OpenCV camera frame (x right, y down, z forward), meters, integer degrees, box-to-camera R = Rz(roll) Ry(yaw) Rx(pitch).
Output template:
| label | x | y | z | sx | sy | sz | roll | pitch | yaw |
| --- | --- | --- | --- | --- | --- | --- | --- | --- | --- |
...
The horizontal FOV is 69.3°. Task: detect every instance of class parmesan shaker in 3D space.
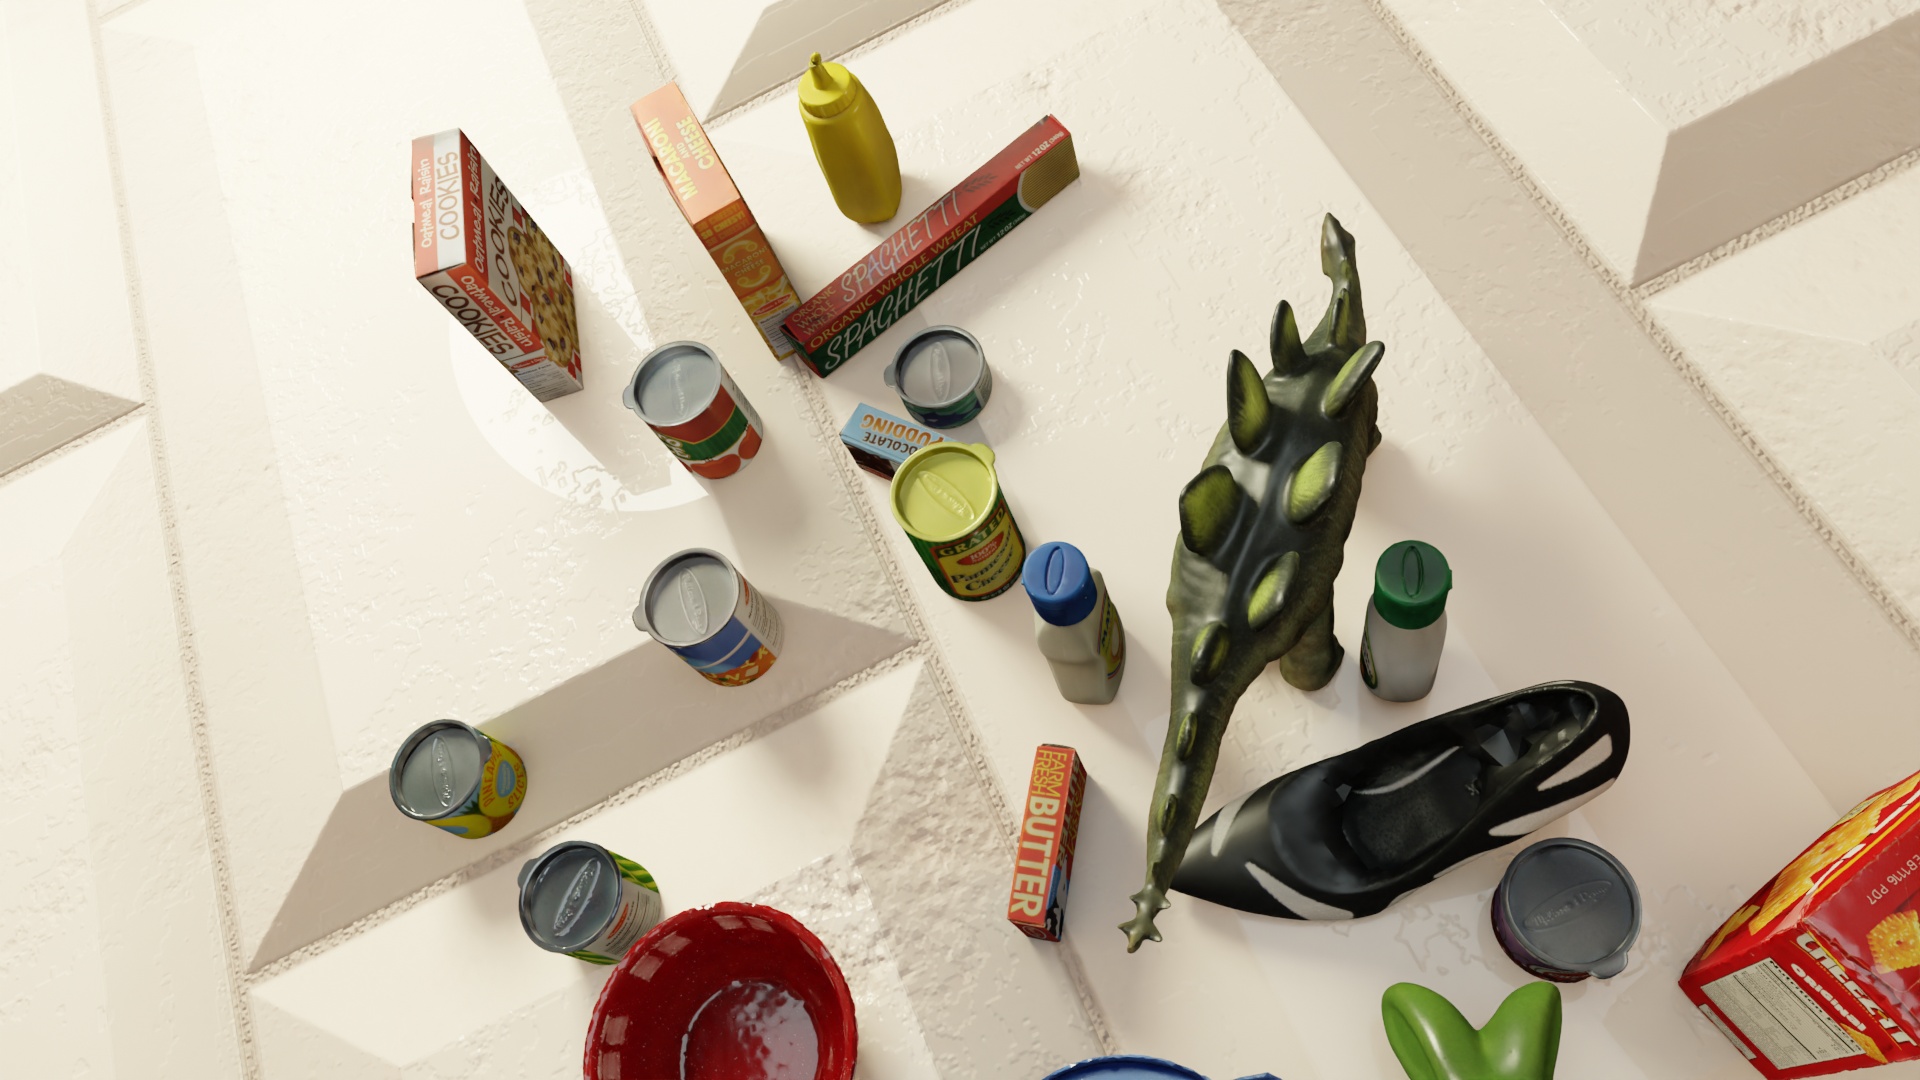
| label | x | y | z | sx | sy | sz | roll | pitch | yaw |
| --- | --- | --- | --- | --- | --- | --- | --- | --- | --- |
| parmesan shaker | 0.003 | -0.011 | 0.869 | 0.071 | 0.102 | 0.071 | -5 | 65 | 12 |

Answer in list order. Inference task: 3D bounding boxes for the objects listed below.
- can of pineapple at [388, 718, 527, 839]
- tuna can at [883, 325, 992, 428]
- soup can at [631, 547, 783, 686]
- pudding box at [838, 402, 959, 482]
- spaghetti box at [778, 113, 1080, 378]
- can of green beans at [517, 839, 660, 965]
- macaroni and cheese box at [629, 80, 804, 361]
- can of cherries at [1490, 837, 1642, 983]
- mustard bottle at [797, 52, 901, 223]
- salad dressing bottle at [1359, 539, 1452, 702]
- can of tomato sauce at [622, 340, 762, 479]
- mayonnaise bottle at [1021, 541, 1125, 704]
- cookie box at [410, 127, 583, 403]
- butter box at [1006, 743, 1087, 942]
| label | x | y | z | sx | sy | sz | roll | pitch | yaw |
| --- | --- | --- | --- | --- | --- | --- | --- | --- | --- |
| can of pineapple | -0.322 | 0.155 | 0.898 | 0.071 | 0.057 | 0.071 | -5 | 65 | 12 |
| tuna can | -0.015 | -0.112 | 0.961 | 0.071 | 0.032 | 0.071 | -5 | 65 | 11 |
| soup can | -0.161 | 0.052 | 0.892 | 0.071 | 0.083 | 0.071 | -5 | 65 | 12 |
| pudding box | -0.035 | -0.057 | 0.930 | 0.084 | 0.049 | 0.030 | 23 | 73 | 22 |
| spaghetti box | -0.019 | -0.210 | 0.998 | 0.250 | 0.050 | 0.029 | -39 | 63 | -6 |
| can of green beans | -0.224 | 0.220 | 0.843 | 0.071 | 0.057 | 0.071 | -5 | 65 | 12 |
| macaroni and cheese box | -0.163 | -0.219 | 0.971 | 0.040 | 0.166 | 0.124 | -30 | 62 | 0 |
| can of cherries | 0.314 | 0.196 | 0.722 | 0.071 | 0.058 | 0.072 | -5 | 65 | 12 |
| mustard bottle | -0.082 | -0.293 | 0.990 | 0.049 | 0.159 | 0.065 | -3 | 65 | 13 |
| salad dressing bottle | 0.243 | 0.044 | 0.760 | 0.044 | 0.147 | 0.064 | 1 | 66 | 14 |
| can of tomato sauce | -0.183 | -0.088 | 0.963 | 0.071 | 0.083 | 0.071 | -5 | 65 | 12 |
| mayonnaise bottle | 0.067 | 0.046 | 0.802 | 0.041 | 0.147 | 0.065 | 3 | 67 | 15 |
| cookie box | -0.333 | -0.194 | 1.001 | 0.040 | 0.167 | 0.123 | -17 | 63 | 6 |
| butter box | 0.051 | 0.174 | 0.800 | 0.024 | 0.053 | 0.104 | 5 | 67 | 16 |
